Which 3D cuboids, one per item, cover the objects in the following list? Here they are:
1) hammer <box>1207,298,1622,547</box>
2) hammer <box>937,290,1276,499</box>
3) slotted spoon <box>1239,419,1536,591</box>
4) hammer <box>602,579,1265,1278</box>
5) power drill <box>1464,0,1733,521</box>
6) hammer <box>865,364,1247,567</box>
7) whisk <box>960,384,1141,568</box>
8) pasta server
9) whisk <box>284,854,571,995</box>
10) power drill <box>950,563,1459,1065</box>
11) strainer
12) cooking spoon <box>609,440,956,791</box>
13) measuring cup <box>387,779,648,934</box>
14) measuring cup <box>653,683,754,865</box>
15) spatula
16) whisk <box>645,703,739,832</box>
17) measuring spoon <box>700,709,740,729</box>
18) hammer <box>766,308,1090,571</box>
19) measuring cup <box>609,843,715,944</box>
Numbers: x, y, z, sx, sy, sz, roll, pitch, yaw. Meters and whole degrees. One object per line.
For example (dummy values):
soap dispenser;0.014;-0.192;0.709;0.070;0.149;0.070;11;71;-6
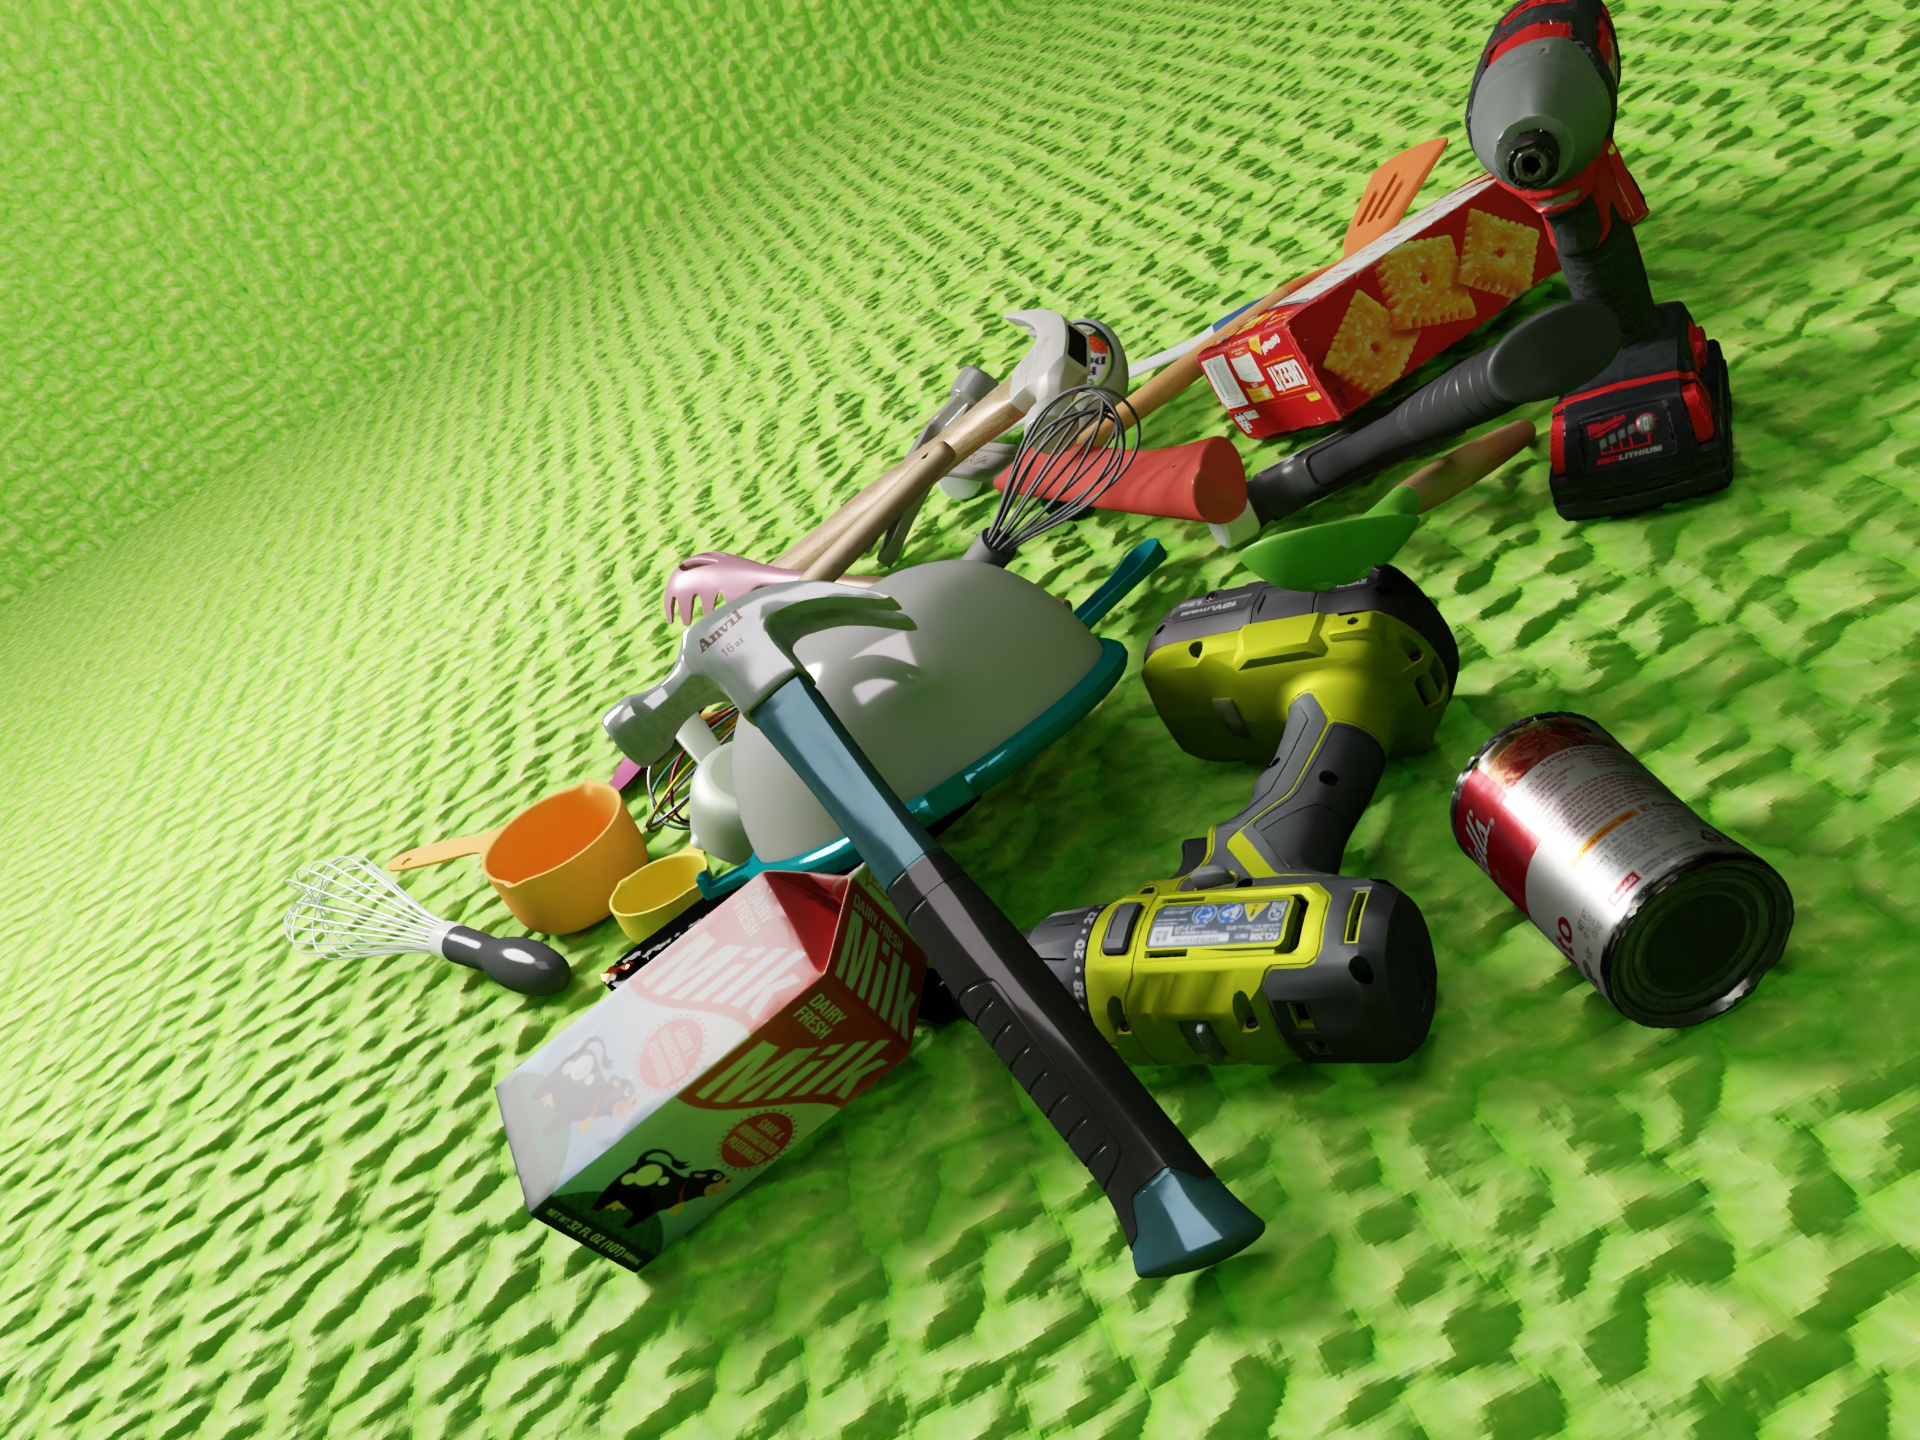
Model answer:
hammer;0.216;-0.141;0.739;0.146;0.035;0.335;-27;2;-3
hammer;0.171;-0.271;1.126;0.405;0.035;0.144;-20;31;19
slotted spoon;0.214;-0.105;0.728;0.070;0.031;0.314;-14;10;39
hammer;-0.010;0.069;0.600;0.128;0.033;0.331;-41;61;1
power drill;0.289;-0.209;0.729;0.078;0.219;0.143;-11;34;32
hammer;0.049;-0.142;0.957;0.149;0.036;0.359;-60;28;-3
whisk;0.024;-0.097;0.890;0.239;0.055;0.055;-49;11;43
pasta server;-0.069;-0.078;1.013;0.316;0.040;0.060;9;38;31
whisk;-0.320;0.125;0.948;0.285;0.070;0.070;6;45;40
power drill;0.107;0.043;0.658;0.190;0.080;0.229;-8;38;35
strainer;0.002;-0.046;0.803;0.211;0.095;0.340;-23;14;45
cooking spoon;-0.117;-0.059;0.992;0.319;0.017;0.069;-43;21;18
measuring cup;-0.262;0.090;0.939;0.173;0.052;0.095;-11;32;26
measuring cup;-0.134;0.015;0.893;0.083;0.038;0.168;-20;46;-28
spatula;0.188;-0.268;1.028;0.322;0.041;0.081;-37;15;-10
whisk;-0.118;-0.013;0.988;0.051;0.047;0.245;13;44;27
measuring spoon;-0.170;-0.002;1.047;0.117;0.011;0.021;-8;36;34
hammer;-0.036;-0.156;1.036;0.331;0.031;0.130;-31;39;42
measuring cup;-0.133;0.074;0.892;0.062;0.029;0.156;-3;27;36
